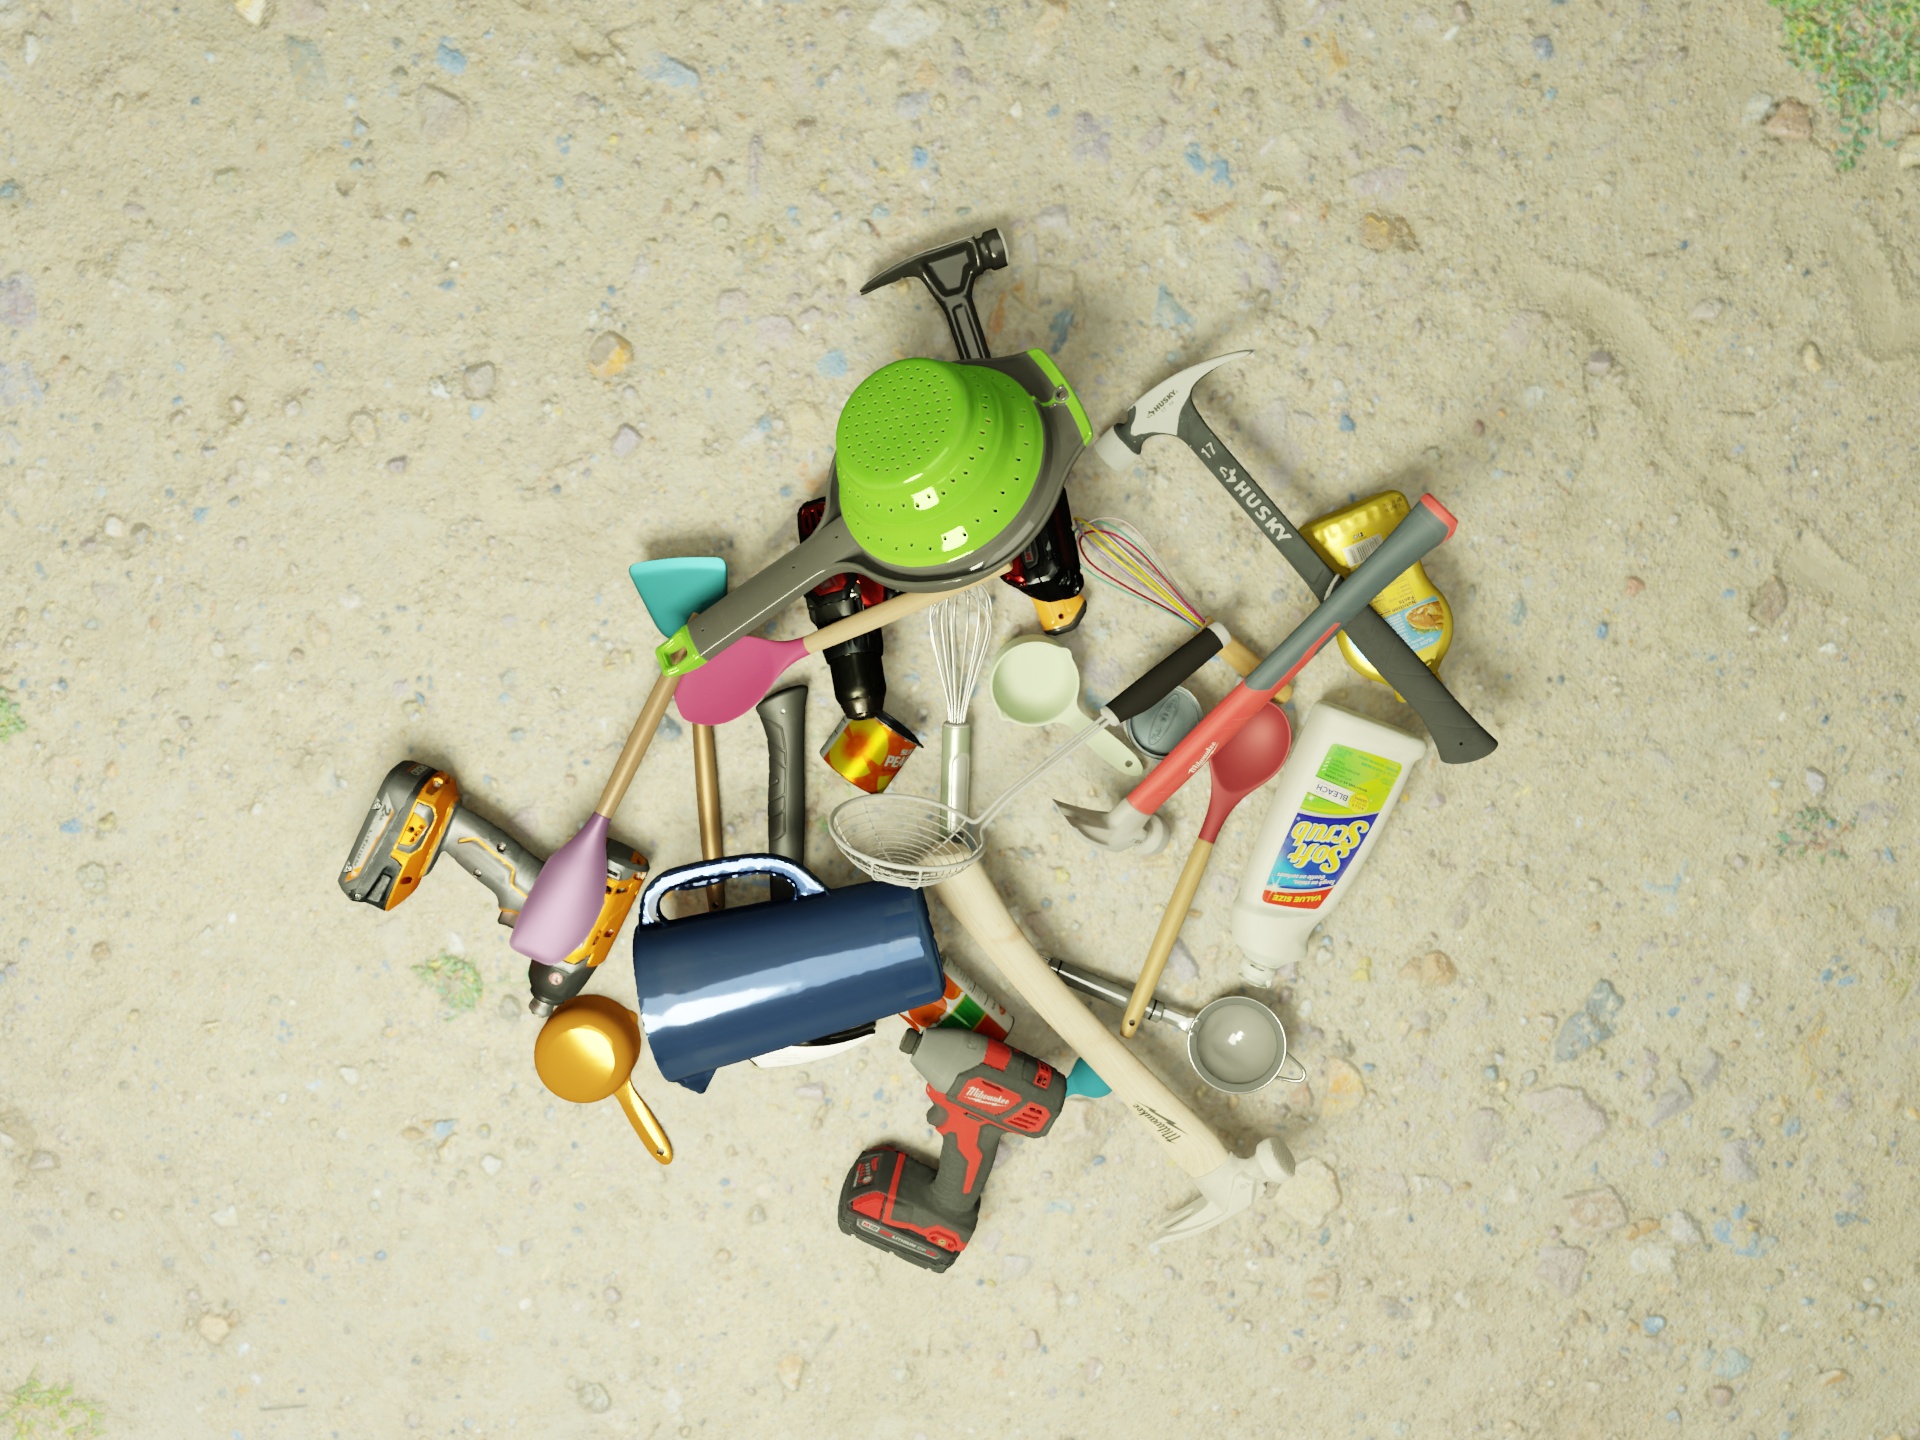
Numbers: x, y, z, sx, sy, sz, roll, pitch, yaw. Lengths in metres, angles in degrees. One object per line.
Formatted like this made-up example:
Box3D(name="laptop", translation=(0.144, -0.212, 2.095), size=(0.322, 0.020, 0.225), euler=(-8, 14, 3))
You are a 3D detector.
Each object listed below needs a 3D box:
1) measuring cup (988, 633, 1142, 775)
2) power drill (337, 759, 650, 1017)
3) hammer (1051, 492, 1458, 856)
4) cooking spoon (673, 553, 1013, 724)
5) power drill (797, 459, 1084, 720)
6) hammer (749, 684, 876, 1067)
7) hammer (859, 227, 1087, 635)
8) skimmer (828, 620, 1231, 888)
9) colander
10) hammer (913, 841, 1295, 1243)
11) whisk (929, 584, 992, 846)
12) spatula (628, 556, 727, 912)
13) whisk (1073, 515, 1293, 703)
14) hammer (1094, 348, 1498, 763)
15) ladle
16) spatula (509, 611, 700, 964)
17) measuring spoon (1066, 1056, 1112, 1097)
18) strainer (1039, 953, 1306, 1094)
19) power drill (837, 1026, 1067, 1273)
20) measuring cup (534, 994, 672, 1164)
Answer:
Box3D(name="measuring cup", translation=(0.094, -0.010, 1.366), size=(0.167, 0.038, 0.083), euler=(39, 103, -19))
Box3D(name="power drill", translation=(-0.400, 0.146, 1.349), size=(0.226, 0.084, 0.164), euler=(25, 96, -9))
Box3D(name="hammer", translation=(0.238, -0.035, 1.273), size=(0.386, 0.143, 0.038), euler=(-47, 54, 19))
Box3D(name="cooking spoon", translation=(-0.100, -0.069, 1.271), size=(0.319, 0.017, 0.069), euler=(-21, 84, 22))
Box3D(name="power drill", translation=(-0.020, -0.110, 1.286), size=(0.227, 0.080, 0.188), euler=(-13, 80, 18))
Box3D(name="hammer", translation=(-0.145, 0.136, 1.376), size=(0.146, 0.035, 0.334), euler=(1, 97, -1))
Box3D(name="hammer", translation=(0.027, -0.230, 1.333), size=(0.127, 0.034, 0.337), euler=(-19, 98, 0))
Box3D(name="skimmer", translation=(0.062, 0.014, 1.292), size=(0.363, 0.127, 0.090), euler=(-37, 125, -5))
Box3D(name="colander", translation=(-0.094, -0.163, 1.225), size=(0.397, 0.094, 0.205), euler=(-33, 59, 11))
Box3D(name="hammer", translation=(0.099, 0.271, 1.359), size=(0.146, 0.038, 0.410), euler=(-40, 95, 25))
Box3D(name="whisk", translation=(-0.002, -0.004, 1.357), size=(0.057, 0.059, 0.246), euler=(-5, 103, -29))
Box3D(name="spatula", translation=(-0.223, 0.019, 1.354), size=(0.082, 0.044, 0.317), euler=(-3, 99, 3))
Box3D(name="whisk", translation=(0.188, -0.093, 1.348), size=(0.245, 0.047, 0.051), euler=(38, 62, -10))
Box3D(name="hammer", translation=(0.296, -0.125, 1.307), size=(0.149, 0.036, 0.409), euler=(-41, 90, 25))
Box3D(name="ladle", translation=(0.203, 0.128, 1.373), size=(0.069, 0.031, 0.315), euler=(23, 90, 3))
Box3D(name="spatula", translation=(-0.281, 0.056, 1.311), size=(0.059, 0.018, 0.316), euler=(25, 90, -10))
Box3D(name="measuring spoon", translation=(0.082, 0.336, 1.413), size=(0.128, 0.021, 0.042), euler=(-26, 97, 1))
Box3D(name="strainer", translation=(0.180, 0.257, 1.398), size=(0.258, 0.050, 0.087), euler=(23, 94, 2))
Box3D(name="power drill", translation=(-0.017, 0.354, 1.349), size=(0.143, 0.079, 0.219), euler=(25, 117, -5))
Box3D(name="measuring cup", translation=(-0.304, 0.324, 1.386), size=(0.095, 0.052, 0.173), euler=(-31, 95, 3))
